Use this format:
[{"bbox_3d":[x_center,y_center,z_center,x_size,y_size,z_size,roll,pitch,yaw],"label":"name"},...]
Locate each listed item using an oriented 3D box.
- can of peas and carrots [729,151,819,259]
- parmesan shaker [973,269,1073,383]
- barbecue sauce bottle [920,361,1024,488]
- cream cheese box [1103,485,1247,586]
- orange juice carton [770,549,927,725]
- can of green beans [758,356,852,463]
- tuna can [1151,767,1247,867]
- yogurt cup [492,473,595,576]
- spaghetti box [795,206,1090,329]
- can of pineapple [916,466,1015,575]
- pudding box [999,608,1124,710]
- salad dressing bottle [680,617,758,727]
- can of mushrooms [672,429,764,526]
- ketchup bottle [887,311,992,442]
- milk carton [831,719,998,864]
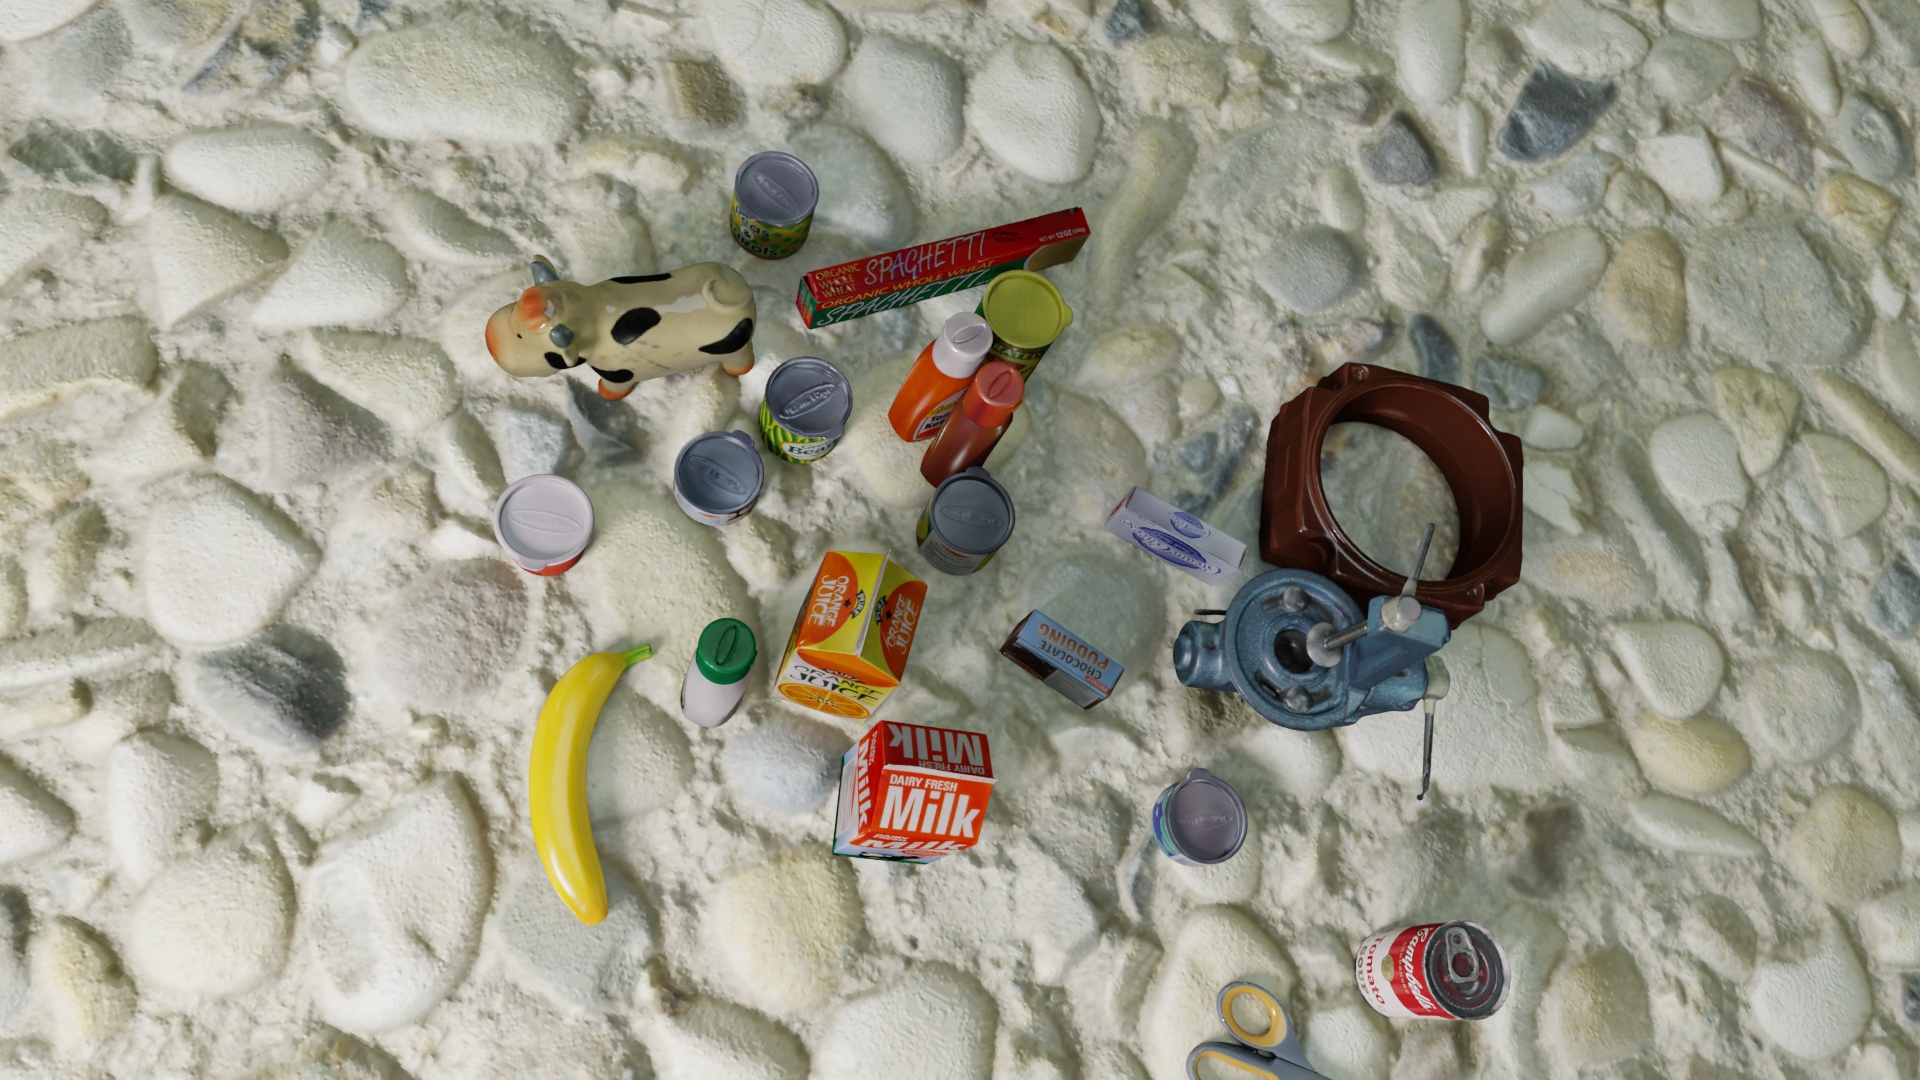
[{"bbox_3d":[-0.151,-0.265,1.110,0.071,0.058,0.071,4,71,-13],"label":"can of peas and carrots"},{"bbox_3d":[0.040,-0.160,1.099,0.071,0.102,0.071,4,71,-13],"label":"parmesan shaker"},{"bbox_3d":[0.012,-0.087,1.042,0.043,0.148,0.065,40,67,1],"label":"barbecue sauce bottle"},{"bbox_3d":[0.170,-0.003,1.105,0.104,0.053,0.024,28,68,-4],"label":"cream cheese box"},{"bbox_3d":[-0.075,0.065,0.944,0.073,0.192,0.072,19,68,-7],"label":"orange juice carton"},{"bbox_3d":[-0.119,-0.099,1.062,0.071,0.057,0.071,4,71,-13],"label":"can of green beans"},{"bbox_3d":[0.179,0.209,1.045,0.071,0.032,0.071,4,71,-13],"label":"tuna can"},{"bbox_3d":[-0.295,-0.008,0.987,0.072,0.053,0.072,4,71,-13],"label":"yogurt cup"},{"bbox_3d":[-0.013,-0.224,1.136,0.251,0.050,0.029,-18,77,-19],"label":"spaghetti box"},{"bbox_3d":[0.004,-0.013,1.064,0.071,0.057,0.071,4,71,-13],"label":"can of pineapple"},{"bbox_3d":[0.076,0.091,1.051,0.084,0.049,0.030,33,67,-1],"label":"pudding box"},{"bbox_3d":[-0.162,0.087,0.938,0.044,0.147,0.064,22,68,-6],"label":"salad dressing bottle"},{"bbox_3d":[-0.180,-0.048,1.042,0.071,0.033,0.071,4,71,-13],"label":"can of mushrooms"},{"bbox_3d":[-0.012,-0.124,1.049,0.065,0.148,0.043,-31,82,-21],"label":"ketchup bottle"},{"bbox_3d":[-0.033,0.167,0.920,0.072,0.190,0.073,9,70,-11],"label":"milk carton"}]
